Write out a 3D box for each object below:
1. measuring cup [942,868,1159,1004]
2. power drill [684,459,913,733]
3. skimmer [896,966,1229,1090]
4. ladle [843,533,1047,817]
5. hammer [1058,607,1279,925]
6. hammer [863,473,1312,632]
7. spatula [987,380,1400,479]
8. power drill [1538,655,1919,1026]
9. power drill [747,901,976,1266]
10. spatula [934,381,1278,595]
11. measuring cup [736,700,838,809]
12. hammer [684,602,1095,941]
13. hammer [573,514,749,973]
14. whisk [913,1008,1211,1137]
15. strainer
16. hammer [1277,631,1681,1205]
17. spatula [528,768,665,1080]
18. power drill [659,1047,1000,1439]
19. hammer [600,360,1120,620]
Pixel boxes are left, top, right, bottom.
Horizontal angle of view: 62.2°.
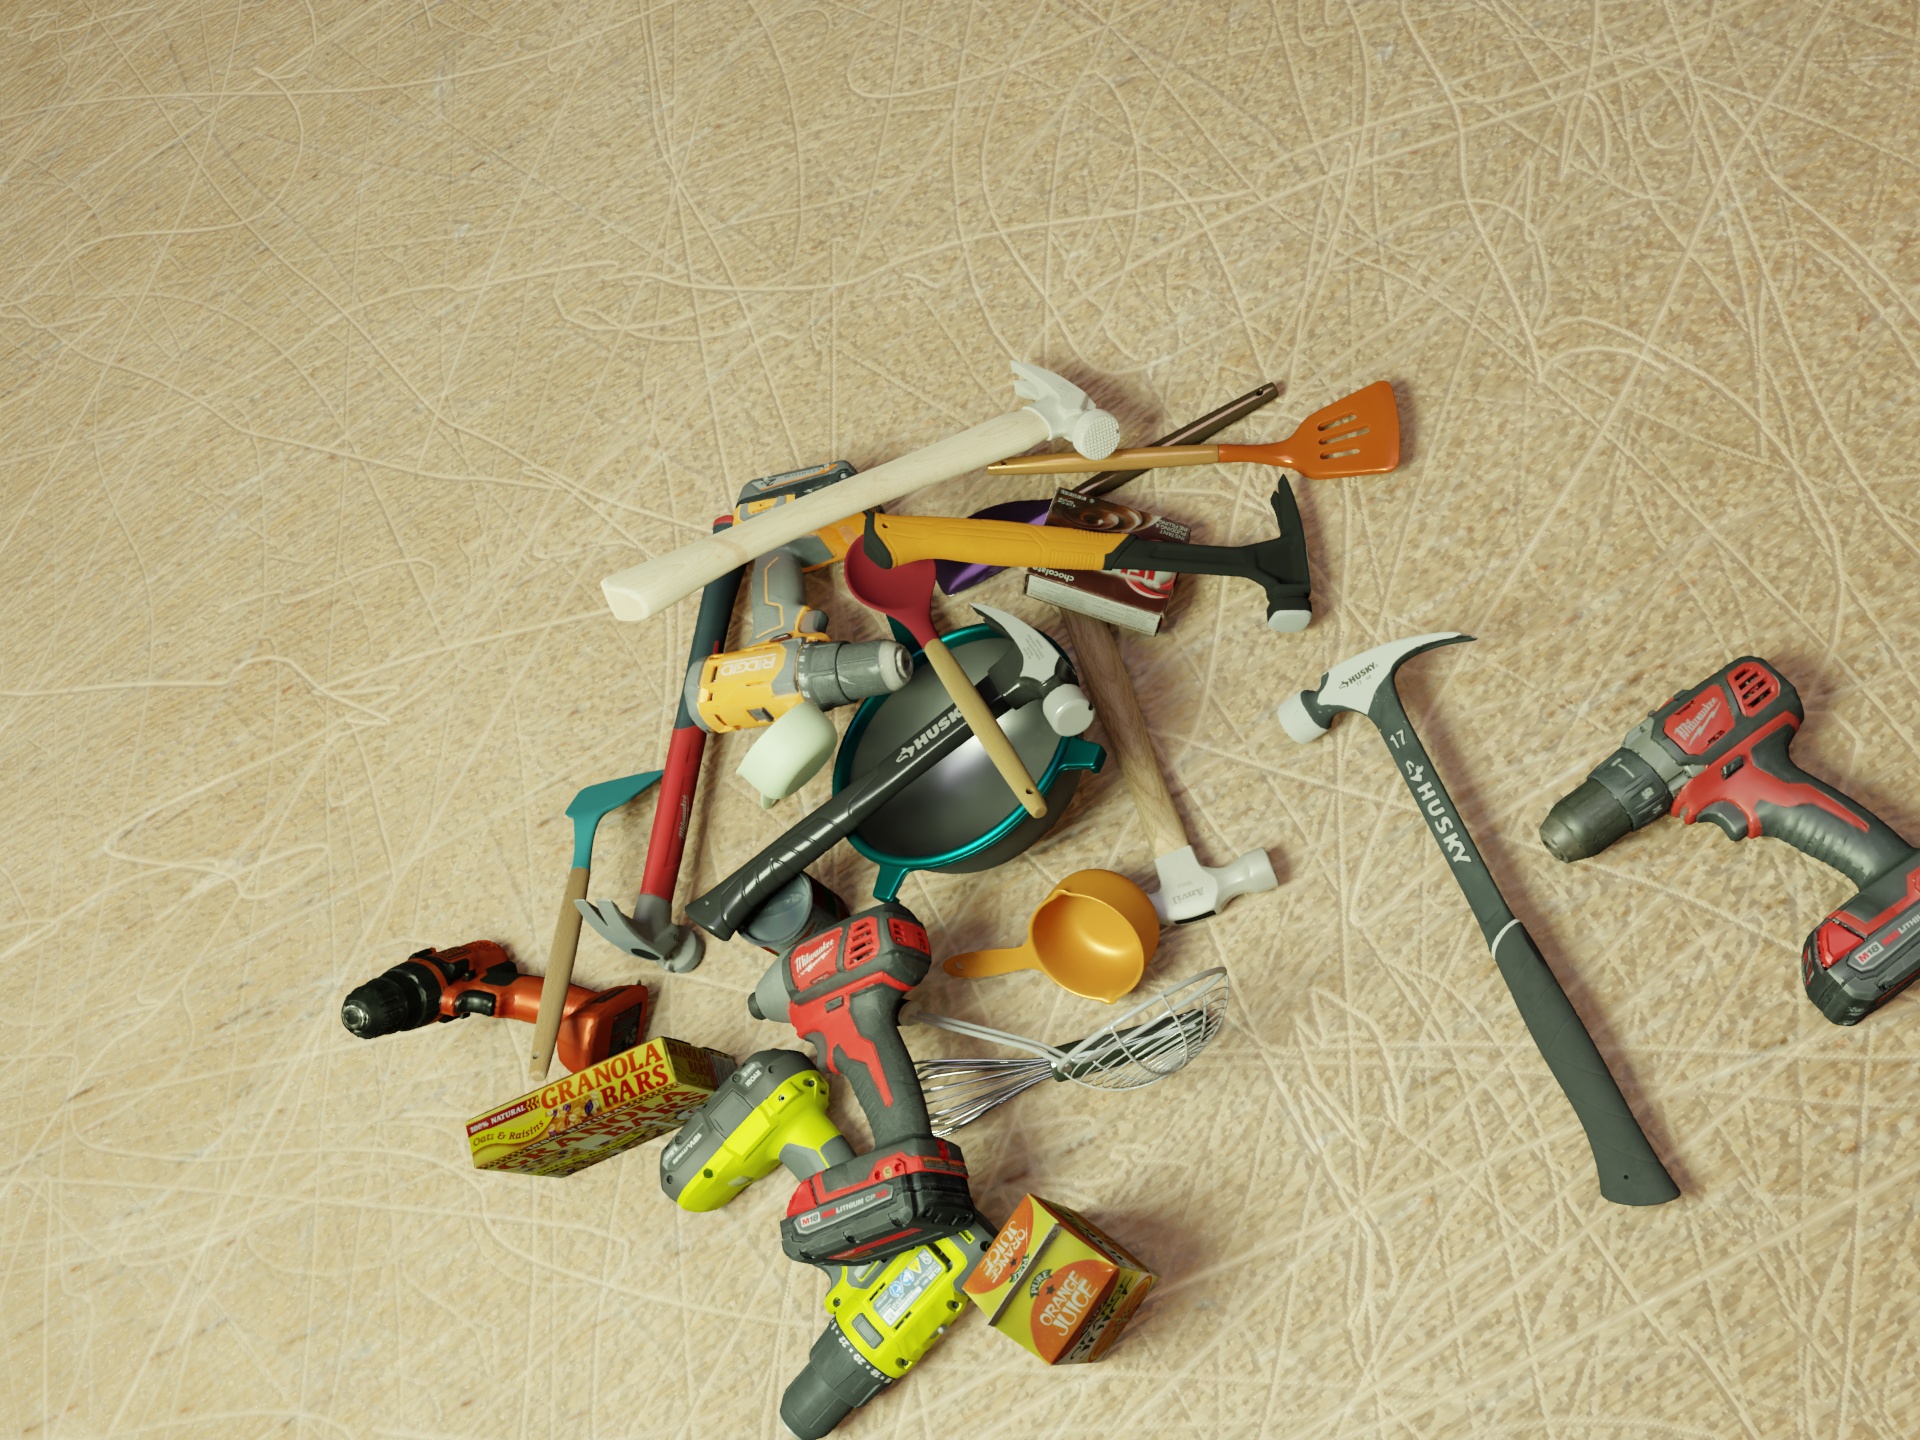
[{"bbox_3d":[0.065,0.158,1.159,0.173,0.052,0.095,-15,107,36],"label":"measuring cup"},{"bbox_3d":[-0.115,-0.099,1.275,0.185,0.084,0.226,-8,54,24],"label":"power drill"},{"bbox_3d":[0.014,0.189,1.118,0.363,0.127,0.090,5,96,36],"label":"skimmer"},{"bbox_3d":[-0.008,-0.038,1.124,0.069,0.031,0.316,-24,46,-8],"label":"ladle"},{"bbox_3d":[0.122,0.002,1.214,0.130,0.031,0.332,-23,64,9],"label":"hammer"},{"bbox_3d":[0.095,-0.135,1.195,0.337,0.034,0.127,3,62,-7],"label":"hammer"},{"bbox_3d":[0.180,-0.215,1.261,0.322,0.041,0.081,-2,70,8],"label":"spatula"},{"bbox_3d":[0.512,0.086,1.026,0.188,0.080,0.227,-37,60,2],"label":"power drill"},{"bbox_3d":[-0.075,0.245,1.073,0.143,0.078,0.220,-27,58,24],"label":"power drill"},{"bbox_3d":[0.115,-0.196,1.301,0.316,0.018,0.060,-28,68,8],"label":"spatula"},{"bbox_3d":[-0.131,0.044,1.220,0.038,0.167,0.083,43,65,11],"label":"measuring cup"},{"bbox_3d":[-0.065,0.047,1.149,0.335,0.035,0.146,-38,43,8],"label":"hammer"},{"bbox_3d":[-0.224,-0.002,1.283,0.038,0.143,0.387,-2,65,20],"label":"hammer"},{"bbox_3d":[0.059,0.247,1.132,0.246,0.058,0.059,-17,99,7],"label":"whisk"},{"bbox_3d":[-0.002,-0.004,1.237,0.211,0.095,0.341,-34,42,11],"label":"strainer"},{"bbox_3d":[0.360,0.126,1.063,0.149,0.036,0.409,-38,64,32],"label":"hammer"},{"bbox_3d":[-0.290,0.143,1.221,0.082,0.044,0.318,-13,43,12],"label":"spatula"},{"bbox_3d":[-0.105,0.365,1.124,0.190,0.080,0.229,-47,65,-4],"label":"power drill"},{"bbox_3d":[-0.086,-0.178,1.235,0.410,0.038,0.146,-25,39,-16],"label":"hammer"}]
